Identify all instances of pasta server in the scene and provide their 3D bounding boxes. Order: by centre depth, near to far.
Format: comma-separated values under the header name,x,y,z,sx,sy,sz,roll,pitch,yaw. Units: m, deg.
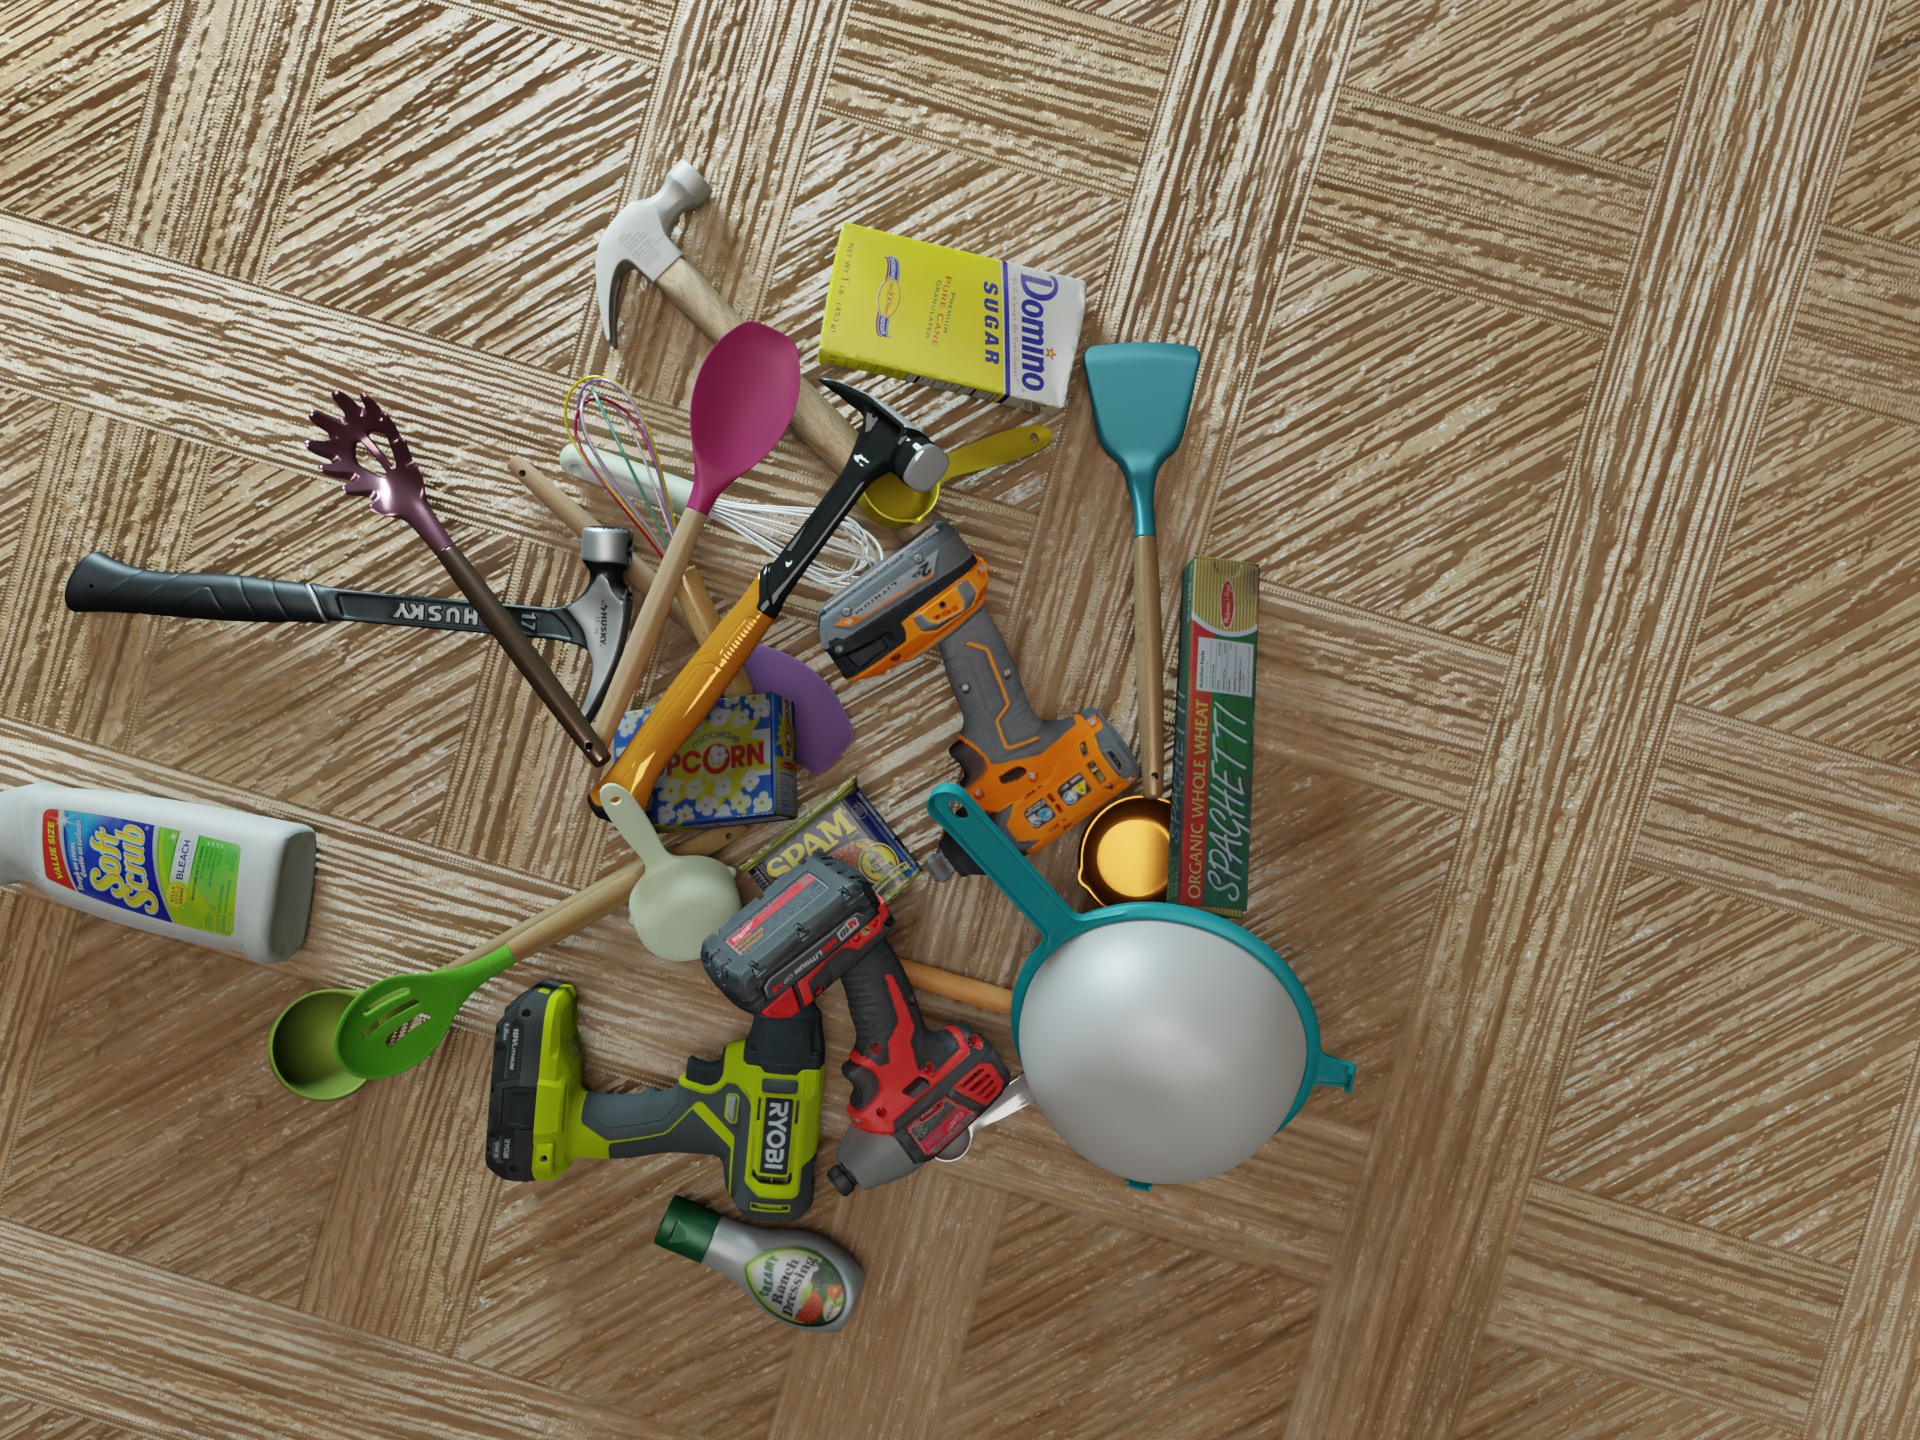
name,x,y,z,sx,sy,sz,roll,pitch,yaw
pasta server,-0.335,-0.094,1.075,0.060,0.040,0.316,-39,80,4

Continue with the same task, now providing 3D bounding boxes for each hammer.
name,x,y,z,sx,sy,sz,roll,pitch,yaw
hammer,-0.145,-0.072,1.065,0.337,0.034,0.127,-53,48,7
hammer,-0.129,-0.236,1.129,0.130,0.031,0.331,-44,90,1
hammer,-0.436,-0.077,1.130,0.409,0.036,0.149,5,97,4

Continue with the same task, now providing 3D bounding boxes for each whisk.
name,x,y,z,sx,sy,sz,roll,pitch,yaw
whisk,-0.206,-0.121,1.099,0.047,0.051,0.245,-29,104,-19
whisk,-0.170,-0.148,1.126,0.246,0.057,0.059,20,57,5

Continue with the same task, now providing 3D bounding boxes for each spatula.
name,x,y,z,sx,sy,sz,roll,pitch,yaw
spatula,0.129,-0.104,1.103,0.082,0.044,0.318,-1,79,-2
spatula,0.059,0.212,1.123,0.322,0.041,0.081,16,116,3
spatula,-0.202,-0.082,1.138,0.316,0.018,0.060,41,100,0

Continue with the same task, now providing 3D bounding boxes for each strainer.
name,x,y,z,sx,sy,sz,roll,pitch,yaw
strainer,0.086,0.185,1.035,0.211,0.095,0.340,-35,103,28

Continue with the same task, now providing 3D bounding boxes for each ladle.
name,x,y,z,sx,sy,sz,roll,pitch,yaw
ladle,-0.339,0.170,1.127,0.320,0.062,0.078,-28,100,-1

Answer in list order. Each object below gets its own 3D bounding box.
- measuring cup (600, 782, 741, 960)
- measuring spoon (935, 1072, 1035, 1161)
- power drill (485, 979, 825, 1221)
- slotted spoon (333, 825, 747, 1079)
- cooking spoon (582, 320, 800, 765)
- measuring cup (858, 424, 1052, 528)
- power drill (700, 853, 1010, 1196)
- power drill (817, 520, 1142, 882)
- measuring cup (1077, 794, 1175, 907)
name,x,y,z,sx,sy,sz,roll,pitch,yaw
measuring cup,-0.202,0.105,1.078,0.083,0.167,0.038,-26,46,-4
measuring spoon,0.029,0.274,1.141,0.124,0.018,0.034,-31,91,-5
power drill,-0.208,0.253,1.116,0.223,0.080,0.171,5,91,-2
slotted spoon,-0.288,0.150,1.108,0.314,0.031,0.070,-30,119,-10
cooking spoon,-0.189,-0.117,1.074,0.068,0.017,0.319,23,90,-17
measuring cup,-0.004,-0.177,1.115,0.156,0.029,0.062,-23,87,-25
power drill,-0.071,0.211,1.064,0.143,0.079,0.219,-39,116,-16
power drill,-0.002,-0.003,1.090,0.164,0.084,0.226,-37,104,1
measuring cup,0.138,0.136,1.111,0.095,0.052,0.173,-18,88,-3
